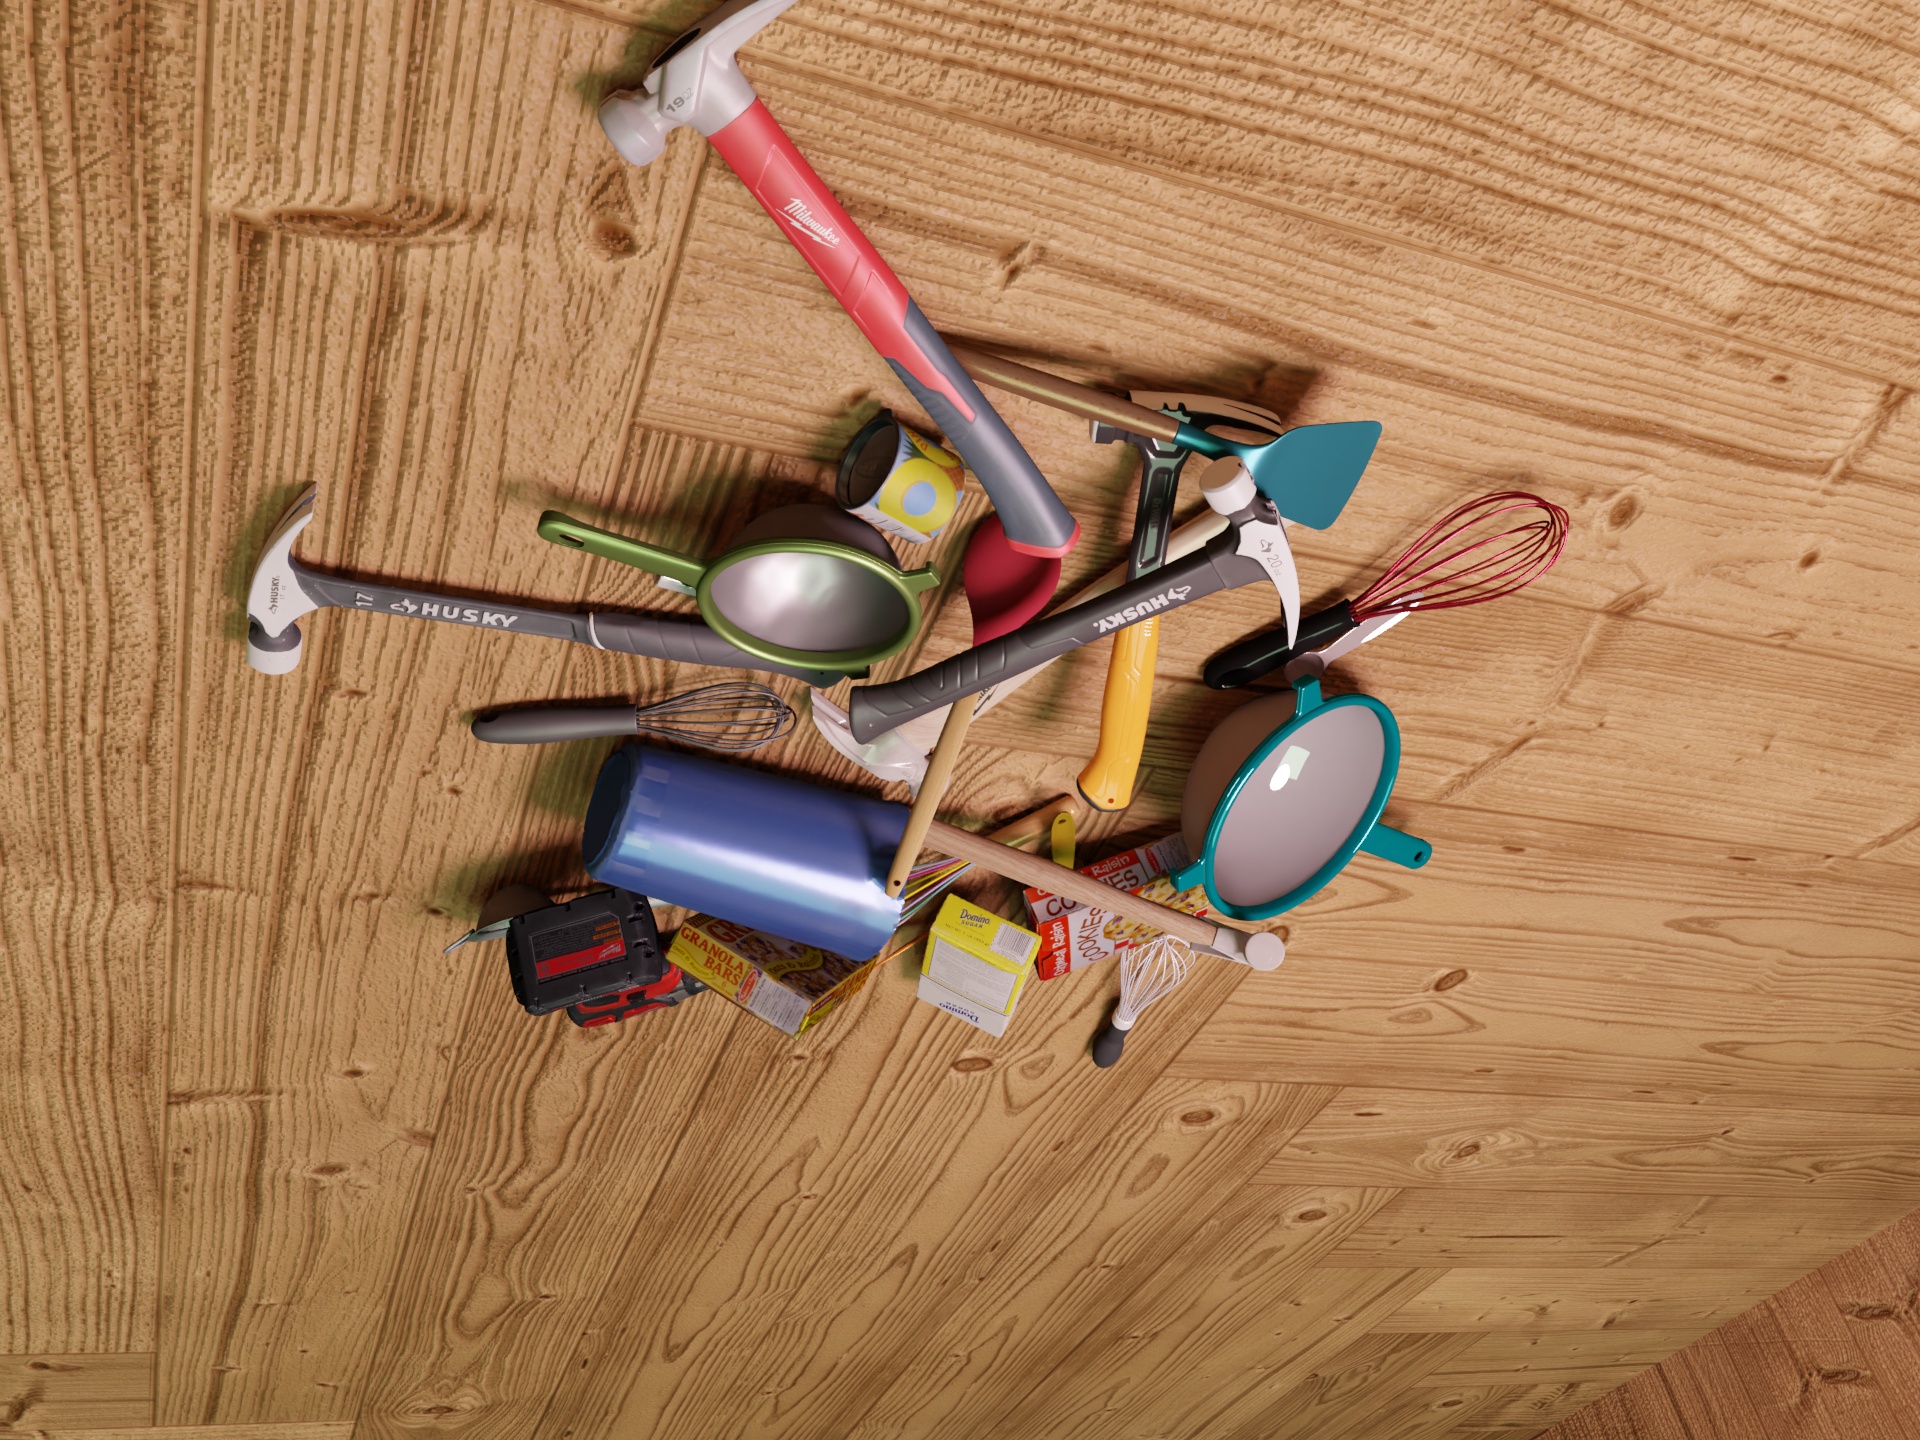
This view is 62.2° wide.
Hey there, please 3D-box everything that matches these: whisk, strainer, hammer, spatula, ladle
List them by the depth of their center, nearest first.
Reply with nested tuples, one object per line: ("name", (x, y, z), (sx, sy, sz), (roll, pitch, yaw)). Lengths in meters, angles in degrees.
("hammer", (-0.026, -0.238, 0.921), (0.143, 0.038, 0.385), (-29, 128, 18))
("spatula", (0.110, -0.193, 1.005), (0.317, 0.044, 0.082), (17, 124, -7))
("strainer", (-0.147, -0.113, 1.056), (0.256, 0.069, 0.151), (16, 149, -17))
("hammer", (0.068, -0.054, 1.075), (0.335, 0.035, 0.146), (-23, 131, 21))
("hammer", (-0.270, -0.070, 1.099), (0.408, 0.036, 0.149), (7, 135, -21))
("hammer", (0.134, -0.072, 1.126), (0.127, 0.034, 0.336), (4, 126, -4))
("ladle", (-0.002, -0.004, 1.152), (0.069, 0.031, 0.315), (16, 113, -11))
("hammer", (0.077, -0.076, 1.171), (0.410, 0.038, 0.146), (-33, 134, 23))
("whisk", (-0.241, 0.002, 1.178), (0.239, 0.055, 0.055), (-3, 139, -4))
("whisk", (0.313, -0.090, 1.197), (0.296, 0.073, 0.073), (-27, 138, 27))
("hammer", (0.101, 0.139, 1.317), (0.331, 0.031, 0.130), (20, 173, 5))
("strainer", (0.292, 0.067, 1.341), (0.340, 0.095, 0.211), (20, 106, -47))
("strainer", (-0.304, 0.154, 1.343), (0.258, 0.050, 0.087), (-7, 166, -15))
("whisk", (-0.006, 0.126, 1.385), (0.245, 0.051, 0.047), (-28, 158, 13))
("whisk", (0.171, 0.283, 1.589), (0.070, 0.070, 0.284), (-1, 143, -12))

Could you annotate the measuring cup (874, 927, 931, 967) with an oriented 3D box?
("measuring cup", (-0.094, 0.204, 1.443), (0.173, 0.052, 0.095), (-28, 173, -17))

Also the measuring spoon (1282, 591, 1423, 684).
("measuring spoon", (0.307, -0.069, 1.253), (0.124, 0.018, 0.034), (-33, 128, 14))

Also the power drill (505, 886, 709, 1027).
("power drill", (-0.265, 0.201, 1.337), (0.188, 0.080, 0.226), (-16, 163, 0))

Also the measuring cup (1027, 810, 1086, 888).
("measuring cup", (0.085, 0.114, 1.383), (0.062, 0.029, 0.156), (-19, 145, -10))
